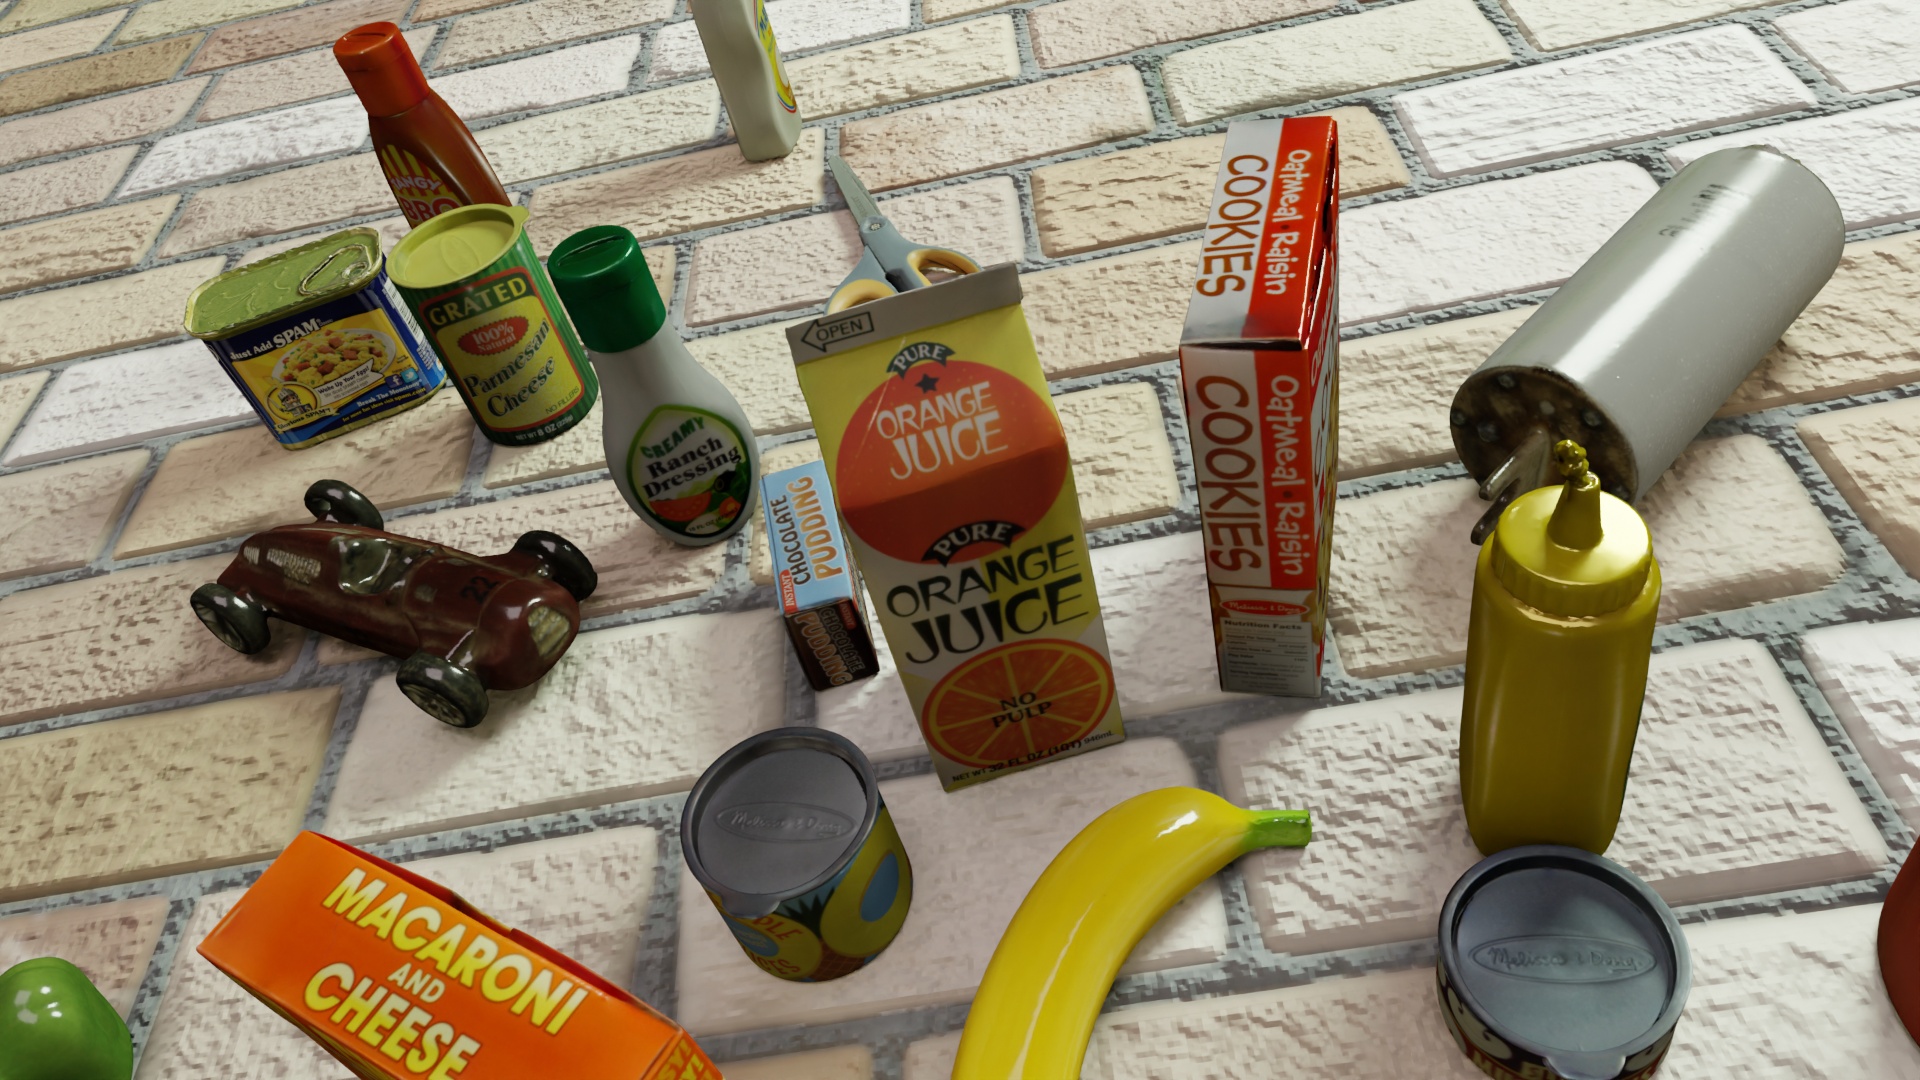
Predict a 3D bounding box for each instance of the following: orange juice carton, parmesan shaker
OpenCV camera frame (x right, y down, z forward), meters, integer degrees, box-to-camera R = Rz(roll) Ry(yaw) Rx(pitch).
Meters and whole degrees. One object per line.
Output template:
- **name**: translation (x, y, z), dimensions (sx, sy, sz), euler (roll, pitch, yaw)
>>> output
- **orange juice carton**: translation (0.002, -0.006, 0.465), dimensions (0.072, 0.191, 0.073), euler (-16, 45, 0)
- **parmesan shaker**: translation (-0.226, -0.106, 0.689), dimensions (0.071, 0.102, 0.072), euler (-8, 45, 8)

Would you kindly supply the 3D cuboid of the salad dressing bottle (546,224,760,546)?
- **salad dressing bottle**: translation (-0.129, -0.062, 0.588), dimensions (0.064, 0.147, 0.044), euler (-25, 45, -8)

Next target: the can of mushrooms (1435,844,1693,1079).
- **can of mushrooms**: translation (0.172, 0.127, 0.400), dimensions (0.071, 0.033, 0.071), euler (-8, 45, 8)

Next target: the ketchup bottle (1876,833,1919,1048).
- **ketchup bottle**: translation (0.270, 0.075, 0.342), dimensions (0.043, 0.148, 0.065), euler (1, 47, 17)

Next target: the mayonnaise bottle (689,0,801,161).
- **mayonnaise bottle**: translation (-0.133, -0.304, 0.825), dimensions (0.041, 0.147, 0.065), euler (-9, 45, 7)

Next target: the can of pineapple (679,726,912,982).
- **can of pineapple**: translation (-0.054, 0.107, 0.465), dimensions (0.071, 0.057, 0.071), euler (-8, 45, 8)

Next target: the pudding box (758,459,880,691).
- **pudding box**: translation (-0.058, 0.013, 0.564), dimensions (0.030, 0.049, 0.084), euler (-16, 45, 0)

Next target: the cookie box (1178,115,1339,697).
- **cookie box**: translation (0.112, -0.044, 0.489), dimensions (0.040, 0.166, 0.123), euler (2, 47, 18)

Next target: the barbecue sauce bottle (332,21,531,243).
- **barbecue sauce bottle**: translation (-0.300, -0.216, 0.784), dimensions (0.065, 0.147, 0.044), euler (7, 49, 22)

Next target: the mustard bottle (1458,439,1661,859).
- **mustard bottle**: translation (0.173, 0.033, 0.402), dimensions (0.049, 0.159, 0.066), euler (2, 47, 17)

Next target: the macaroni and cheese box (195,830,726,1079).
- **macaroni and cheese box**: translation (-0.100, 0.151, 0.358), dimensions (0.124, 0.165, 0.040), euler (16, 53, 28)
